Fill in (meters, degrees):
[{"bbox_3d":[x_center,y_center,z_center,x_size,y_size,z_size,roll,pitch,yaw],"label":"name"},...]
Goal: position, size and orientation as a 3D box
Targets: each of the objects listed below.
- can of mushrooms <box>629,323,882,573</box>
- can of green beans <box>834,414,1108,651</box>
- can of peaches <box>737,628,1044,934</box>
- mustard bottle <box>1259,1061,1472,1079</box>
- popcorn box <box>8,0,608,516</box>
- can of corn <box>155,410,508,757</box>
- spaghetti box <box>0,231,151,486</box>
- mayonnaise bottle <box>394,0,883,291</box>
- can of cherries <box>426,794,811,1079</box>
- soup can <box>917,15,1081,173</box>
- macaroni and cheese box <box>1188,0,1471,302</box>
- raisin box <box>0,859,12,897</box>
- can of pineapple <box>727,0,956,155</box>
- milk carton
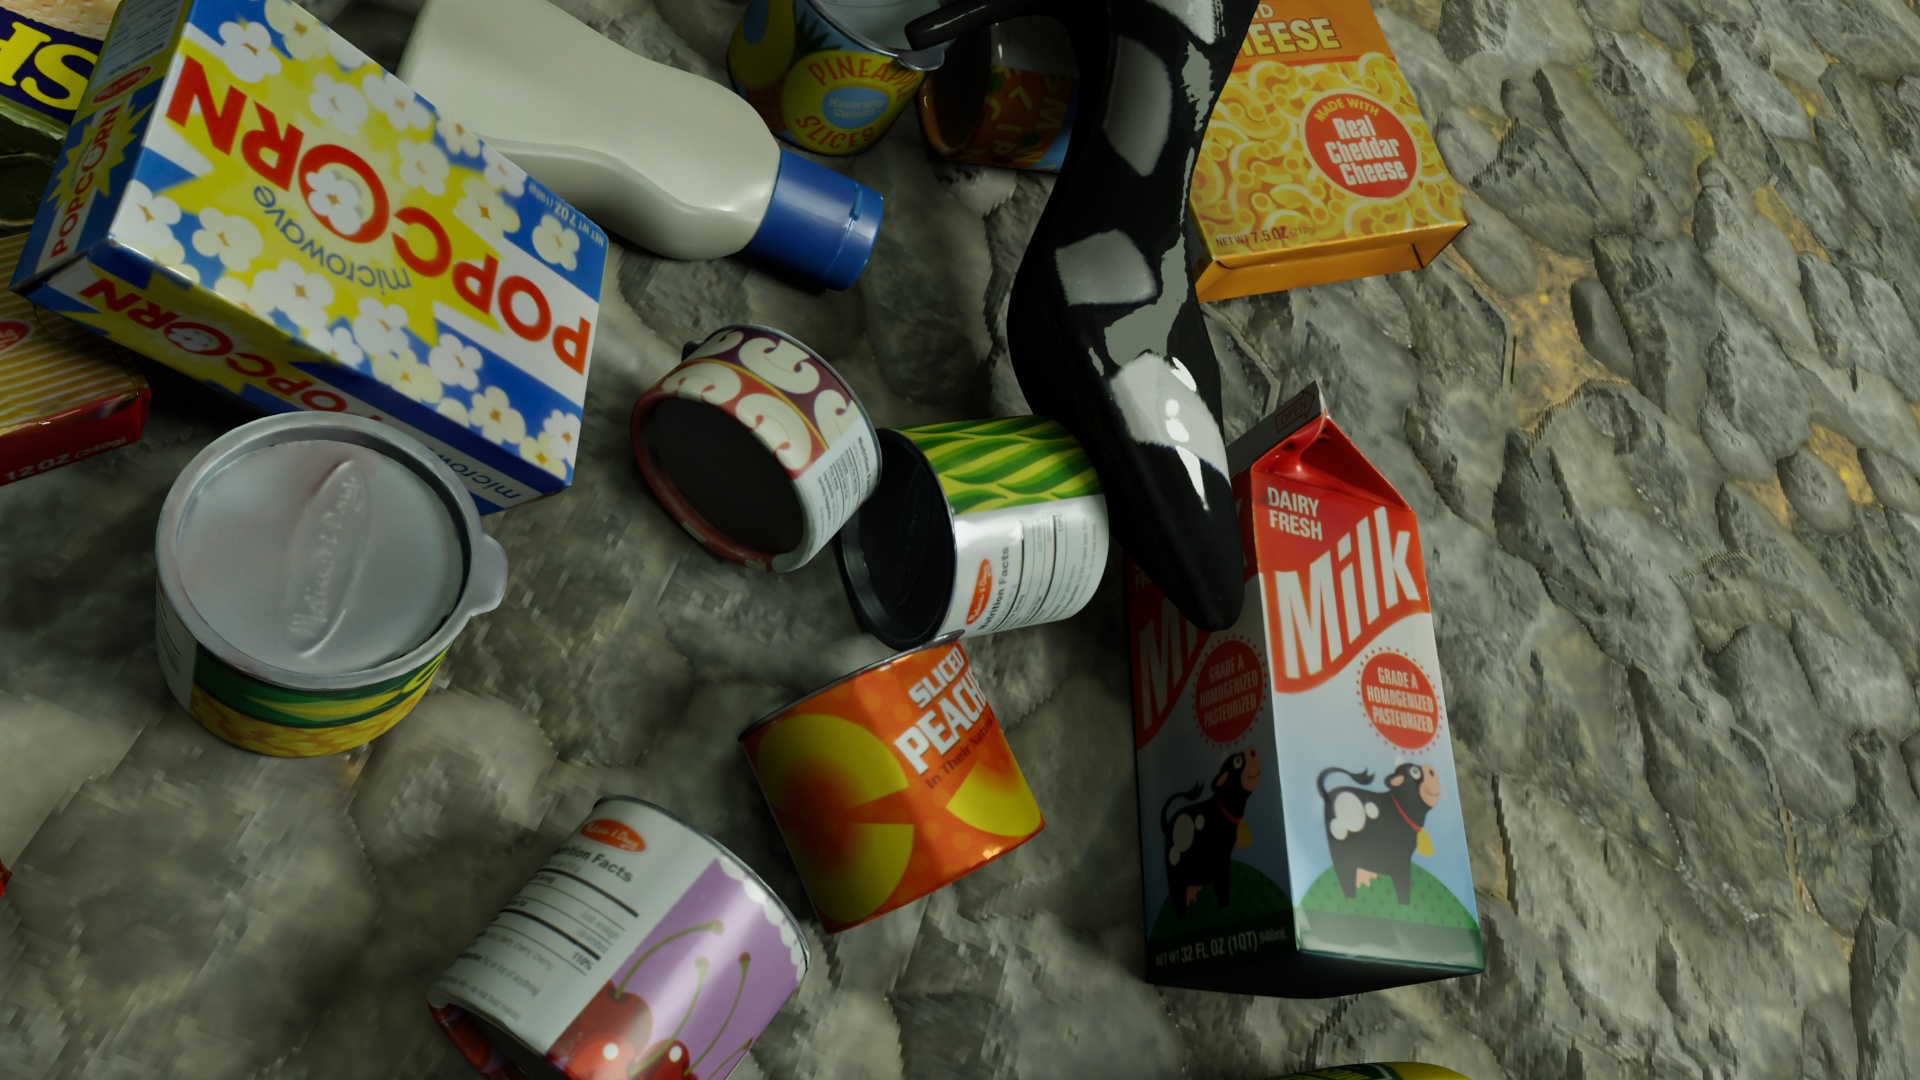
[{"bbox_3d":[-0.061,-0.026,0.395,0.071,0.070,0.034,44,54,-5],"label":"can of mushrooms"},{"bbox_3d":[0.003,-0.004,0.421,0.058,0.071,0.071,-9,72,-34],"label":"can of green beans"},{"bbox_3d":[-0.016,0.064,0.373,0.071,0.071,0.058,-18,79,-36],"label":"can of peaches"},{"bbox_3d":[0.071,0.175,0.377,0.160,0.065,0.049,2,71,-26],"label":"mustard bottle"},{"bbox_3d":[-0.149,-0.070,0.346,0.126,0.038,0.085,35,49,-49],"label":"popcorn box"},{"bbox_3d":[-0.149,0.013,0.327,0.071,0.058,0.071,13,61,-25],"label":"can of corn"},{"bbox_3d":[-0.297,-0.002,0.264,0.251,0.028,0.050,-30,84,-37],"label":"spaghetti box"},{"bbox_3d":[-0.098,-0.121,0.435,0.148,0.041,0.065,19,62,-23],"label":"mayonnaise bottle"},{"bbox_3d":[-0.077,0.105,0.321,0.071,0.071,0.059,44,53,-6],"label":"can of cherries"},{"bbox_3d":[0.034,-0.170,0.521,0.084,0.071,0.071,-2,68,-26],"label":"soup can"},{"bbox_3d":[0.123,-0.186,0.584,0.124,0.040,0.167,-11,72,-19],"label":"macaroni and cheese box"},{"bbox_3d":[-0.238,0.107,0.240,0.086,0.040,0.124,19,60,-21],"label":"raisin box"},{"bbox_3d":[-0.041,-0.176,0.485,0.071,0.057,0.071,13,61,-25],"label":"can of pineapple"},{"bbox_3d":[0.105,0.045,0.454,0.073,0.072,0.191,13,61,-25],"label":"milk carton"}]
